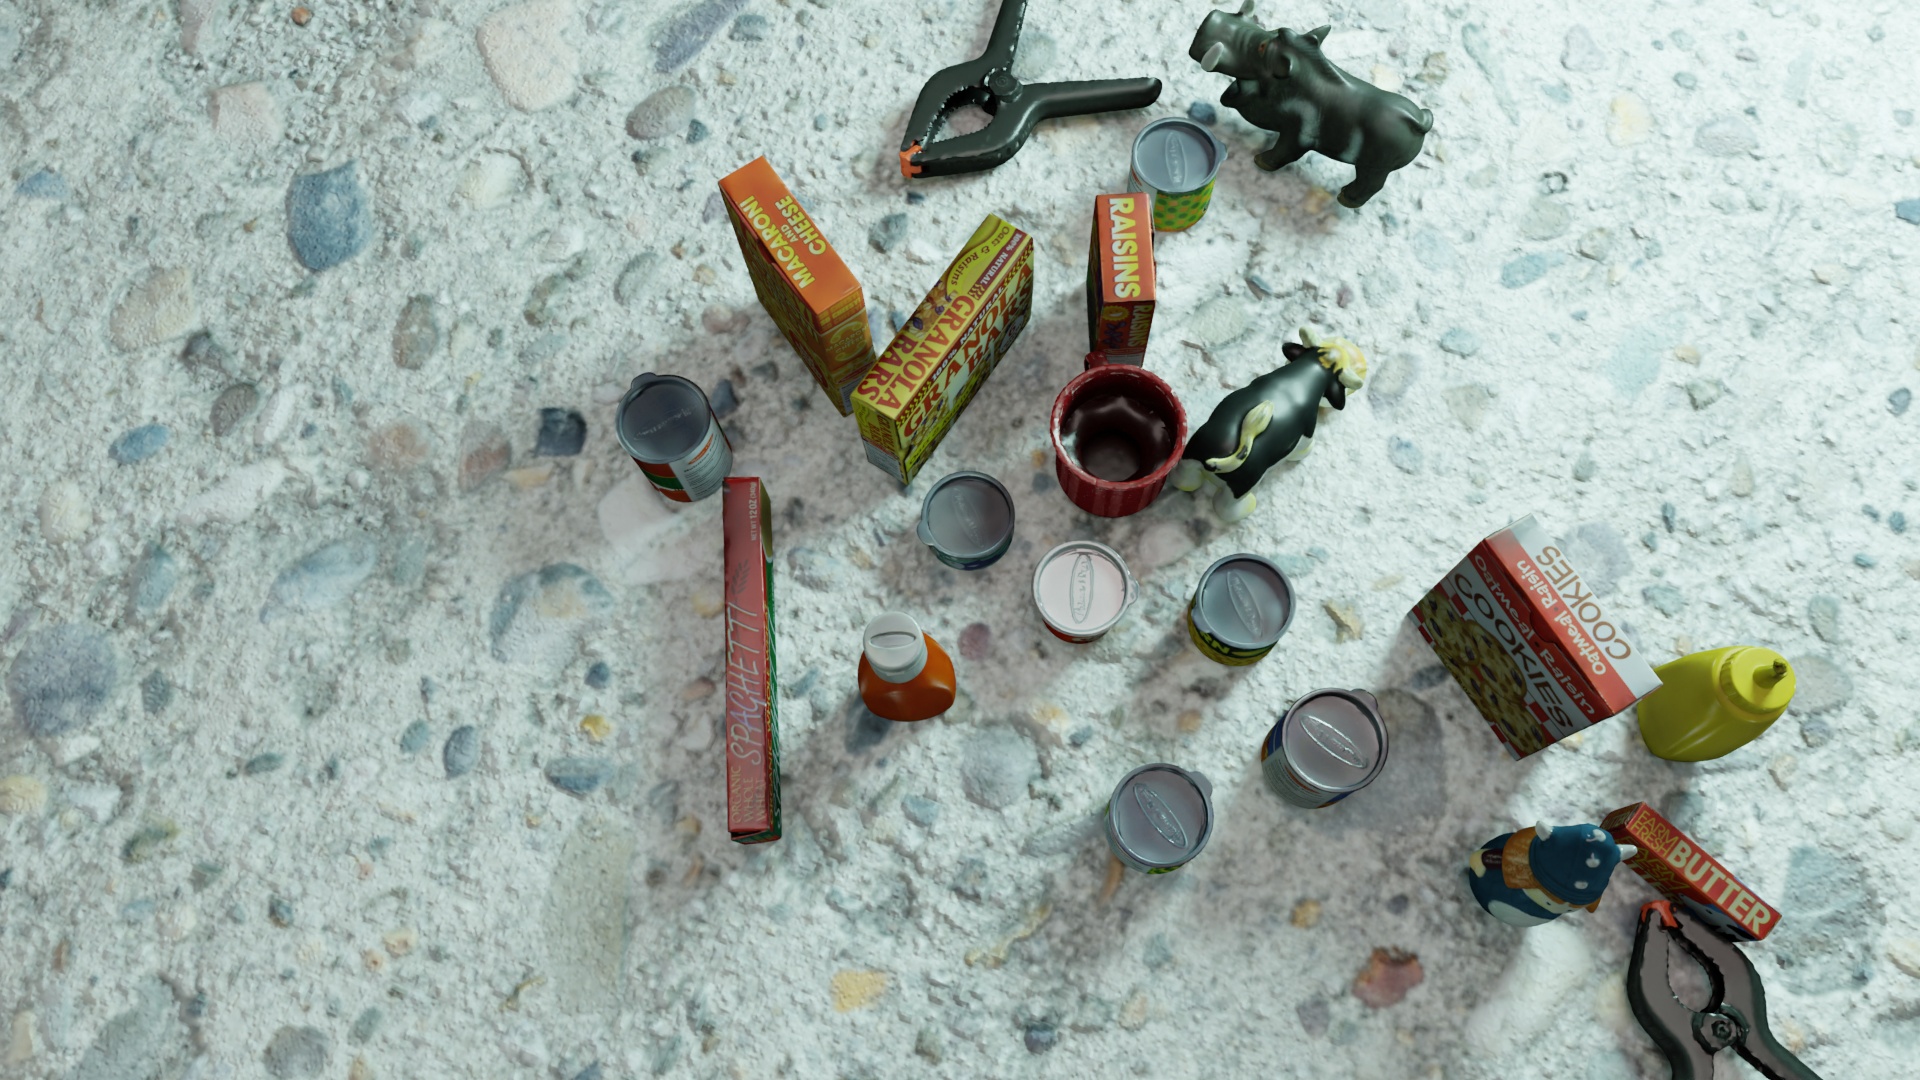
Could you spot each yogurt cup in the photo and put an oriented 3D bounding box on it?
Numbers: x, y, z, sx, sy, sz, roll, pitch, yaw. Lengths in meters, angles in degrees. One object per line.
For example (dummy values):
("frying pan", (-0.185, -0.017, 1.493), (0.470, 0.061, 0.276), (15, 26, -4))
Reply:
("yogurt cup", (0.082, 0.039, 0.955), (0.072, 0.053, 0.072), (-1, 72, 2))

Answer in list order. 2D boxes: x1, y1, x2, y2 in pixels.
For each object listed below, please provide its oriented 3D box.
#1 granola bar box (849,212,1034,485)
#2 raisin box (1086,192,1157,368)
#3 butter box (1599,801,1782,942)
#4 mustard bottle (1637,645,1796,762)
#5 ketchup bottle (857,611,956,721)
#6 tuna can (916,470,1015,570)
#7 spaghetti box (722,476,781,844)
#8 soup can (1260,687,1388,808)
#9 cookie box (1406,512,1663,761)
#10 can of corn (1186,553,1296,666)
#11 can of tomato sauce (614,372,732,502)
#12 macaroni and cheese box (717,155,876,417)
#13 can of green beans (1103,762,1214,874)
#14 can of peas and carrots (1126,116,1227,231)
("granola bar box", (-0.009, -0.131, 0.978), (0.039, 0.124, 0.166), (33, 76, 12))
("raisin box", (0.114, -0.179, 0.990), (0.040, 0.123, 0.086), (-1, 72, 2))
("butter box", (0.460, 0.212, 0.884), (0.103, 0.053, 0.024), (42, 78, 14))
("mustard bottle", (0.476, 0.098, 0.865), (0.049, 0.159, 0.065), (-2, 72, 2))
("ketchup bottle", (-0.037, 0.083, 0.895), (0.065, 0.148, 0.043), (-5, 72, 1))
("tuna can", (0.004, -0.012, 0.986), (0.071, 0.032, 0.071), (-1, 72, 2))
("spaghetti box", (-0.144, 0.080, 0.951), (0.029, 0.050, 0.251), (-5, 71, 1))
("soup can", (0.236, 0.134, 0.902), (0.071, 0.083, 0.071), (-1, 72, 2))
("cookie box", (0.354, 0.066, 0.876), (0.040, 0.167, 0.123), (-30, 73, -7))
("can of corn", (0.188, 0.049, 0.945), (0.071, 0.058, 0.071), (-1, 72, 2))
("can of tomato sauce", (-0.203, -0.072, 0.987), (0.071, 0.083, 0.071), (-1, 72, 2))
("macaroni and cheese box", (-0.109, -0.172, 0.973), (0.040, 0.166, 0.124), (-34, 74, -8))
("can of green beans", (0.128, 0.182, 0.903), (0.071, 0.057, 0.071), (-1, 72, 2))
("can of peas and carrots", (0.163, -0.278, 1.055), (0.071, 0.058, 0.071), (-1, 72, 2))
